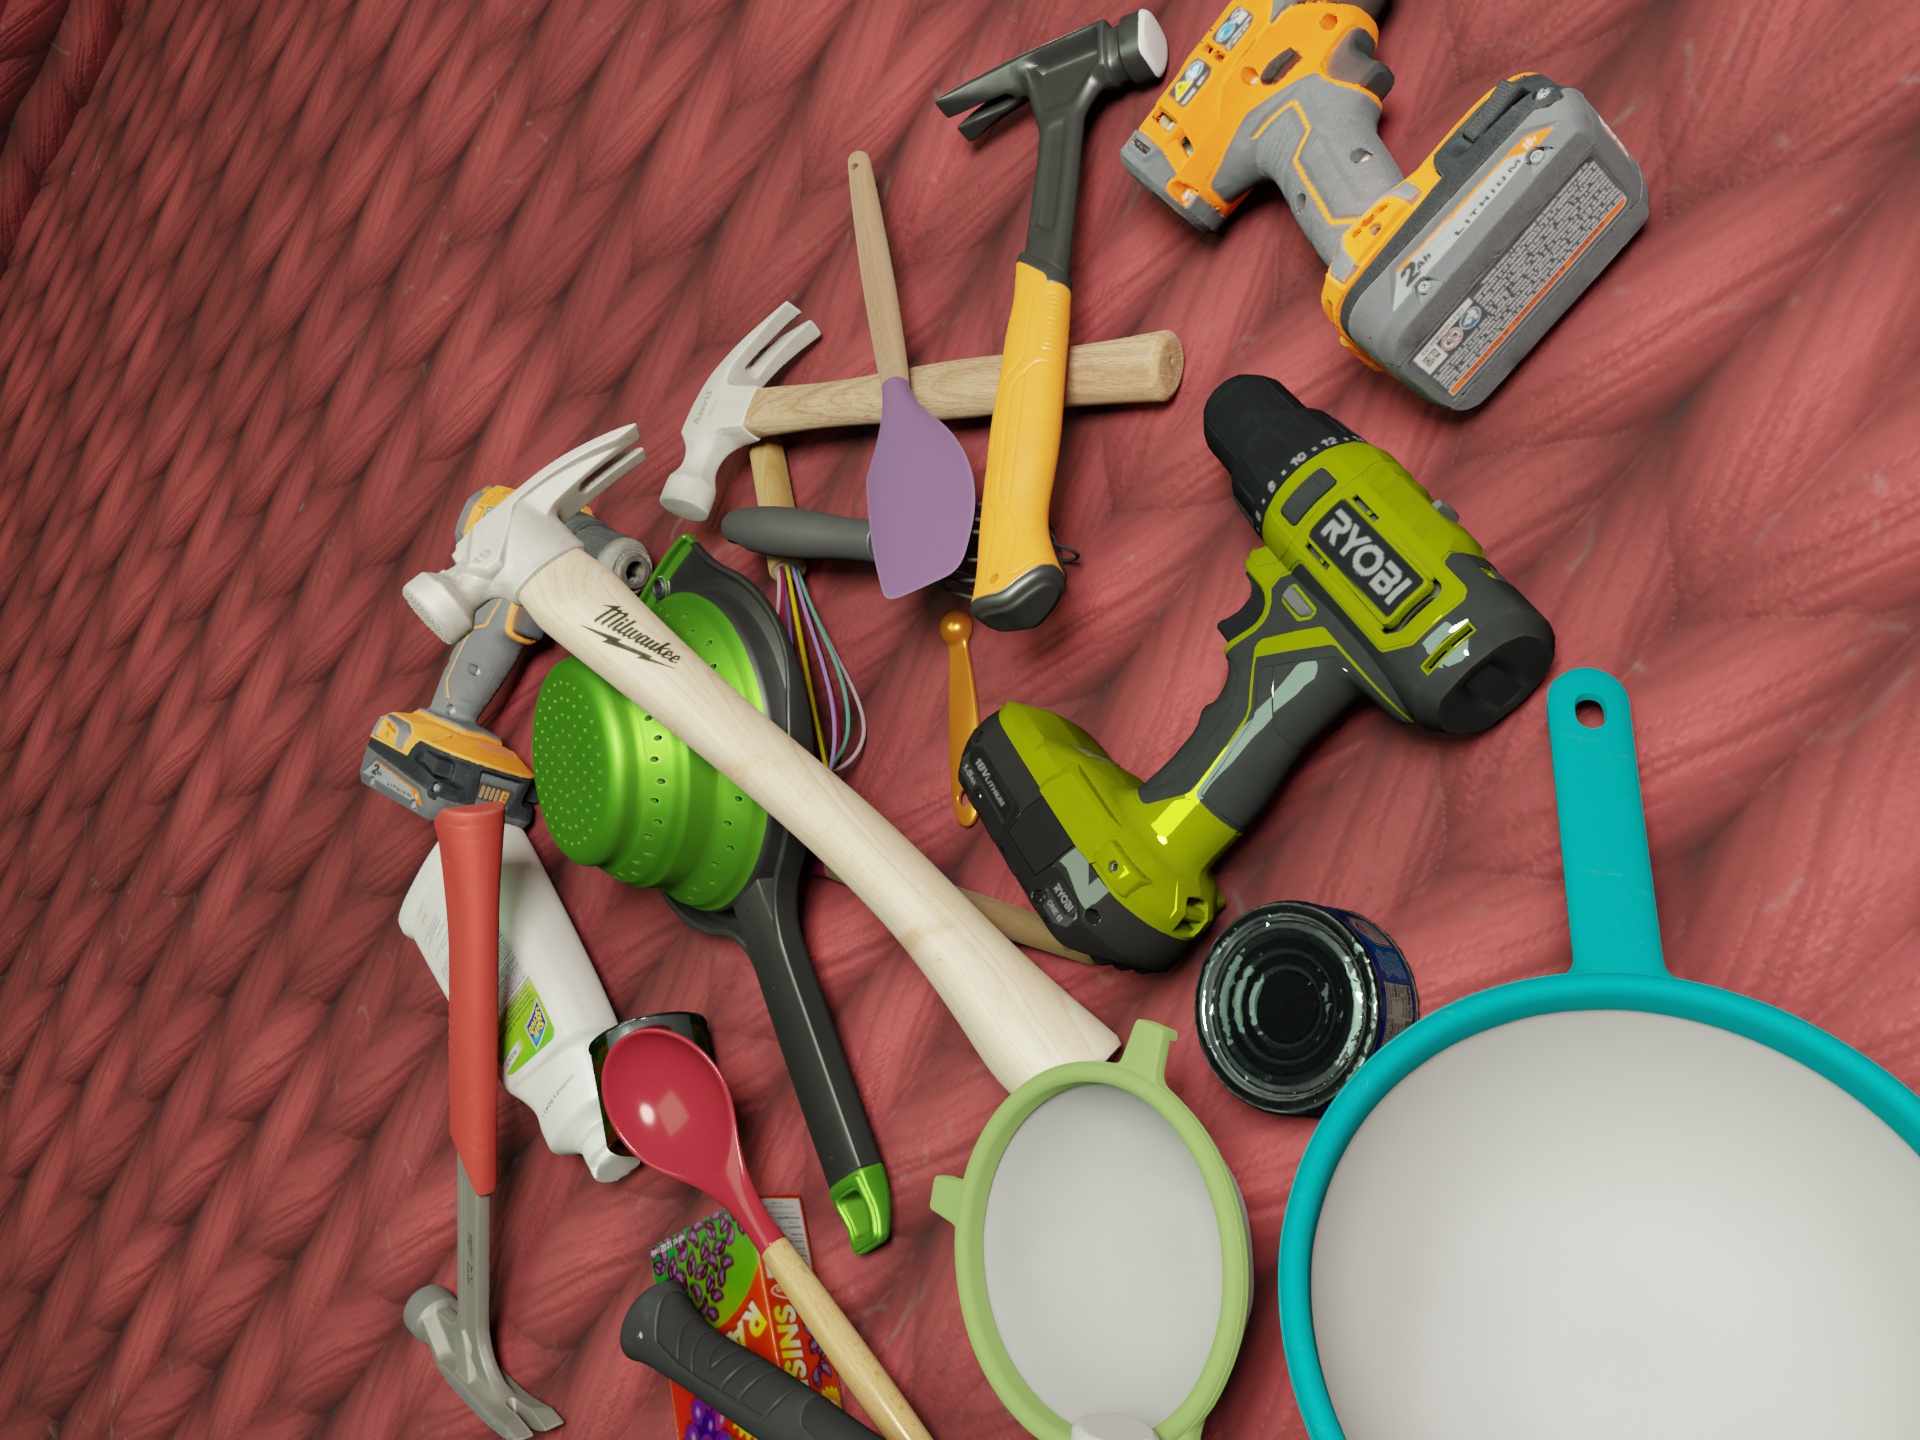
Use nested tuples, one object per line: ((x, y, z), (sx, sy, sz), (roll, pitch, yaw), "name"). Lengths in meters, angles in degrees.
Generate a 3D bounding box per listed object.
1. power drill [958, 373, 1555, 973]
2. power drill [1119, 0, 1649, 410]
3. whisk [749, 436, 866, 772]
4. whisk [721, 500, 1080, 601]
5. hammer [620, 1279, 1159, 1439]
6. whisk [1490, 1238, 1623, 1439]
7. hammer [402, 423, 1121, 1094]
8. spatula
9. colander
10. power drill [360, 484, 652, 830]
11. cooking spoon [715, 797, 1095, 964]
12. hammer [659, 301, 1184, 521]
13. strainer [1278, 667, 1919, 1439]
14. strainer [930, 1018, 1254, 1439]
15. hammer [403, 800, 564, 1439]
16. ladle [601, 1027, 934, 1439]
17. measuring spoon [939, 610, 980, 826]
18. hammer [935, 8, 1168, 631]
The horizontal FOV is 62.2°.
((0.108, -0.023, 0.676), (0.228, 0.080, 0.191), (-47, 51, 19), "power drill")
((0.178, -0.253, 0.675), (0.164, 0.084, 0.227), (-50, 46, 20), "power drill")
((-0.095, -0.065, 0.901), (0.051, 0.047, 0.245), (-27, 56, 21), "whisk")
((-0.040, -0.094, 0.834), (0.239, 0.055, 0.055), (11, 85, 38), "whisk")
((-0.051, 0.318, 0.680), (0.335, 0.035, 0.146), (4, 88, 48), "hammer")
((0.218, 0.268, 0.513), (0.058, 0.059, 0.247), (-17, 55, -4), "whisk")
((-0.081, 0.019, 0.762), (0.411, 0.038, 0.146), (41, 71, 16), "hammer")
((-0.035, -0.196, 0.841), (0.060, 0.018, 0.316), (-23, 55, 20), "spatula")
((-0.139, 0.088, 0.825), (0.204, 0.094, 0.397), (-47, 57, 45), "colander")
((-0.294, -0.040, 1.051), (0.185, 0.084, 0.226), (18, 86, 42), "power drill")
((-0.049, 0.081, 0.829), (0.319, 0.017, 0.069), (12, 92, 44), "cooking spoon")
((-0.028, -0.177, 0.859), (0.331, 0.031, 0.130), (2, 68, 38), "hammer")
((0.215, 0.140, 0.524), (0.211, 0.095, 0.341), (1, 53, 13), "strainer")
((0.089, 0.256, 0.615), (0.151, 0.069, 0.257), (-45, 52, 30), "strainer")
((-0.277, 0.225, 0.918), (0.149, 0.036, 0.359), (15, 106, 45), "hammer")
((-0.074, 0.271, 0.756), (0.316, 0.031, 0.069), (46, 106, 27), "ladle")
((-0.001, -0.003, 0.813), (0.021, 0.011, 0.117), (-19, 66, 38), "measuring spoon")
((0.032, -0.197, 0.778), (0.127, 0.034, 0.337), (-10, 62, 33), "hammer")
